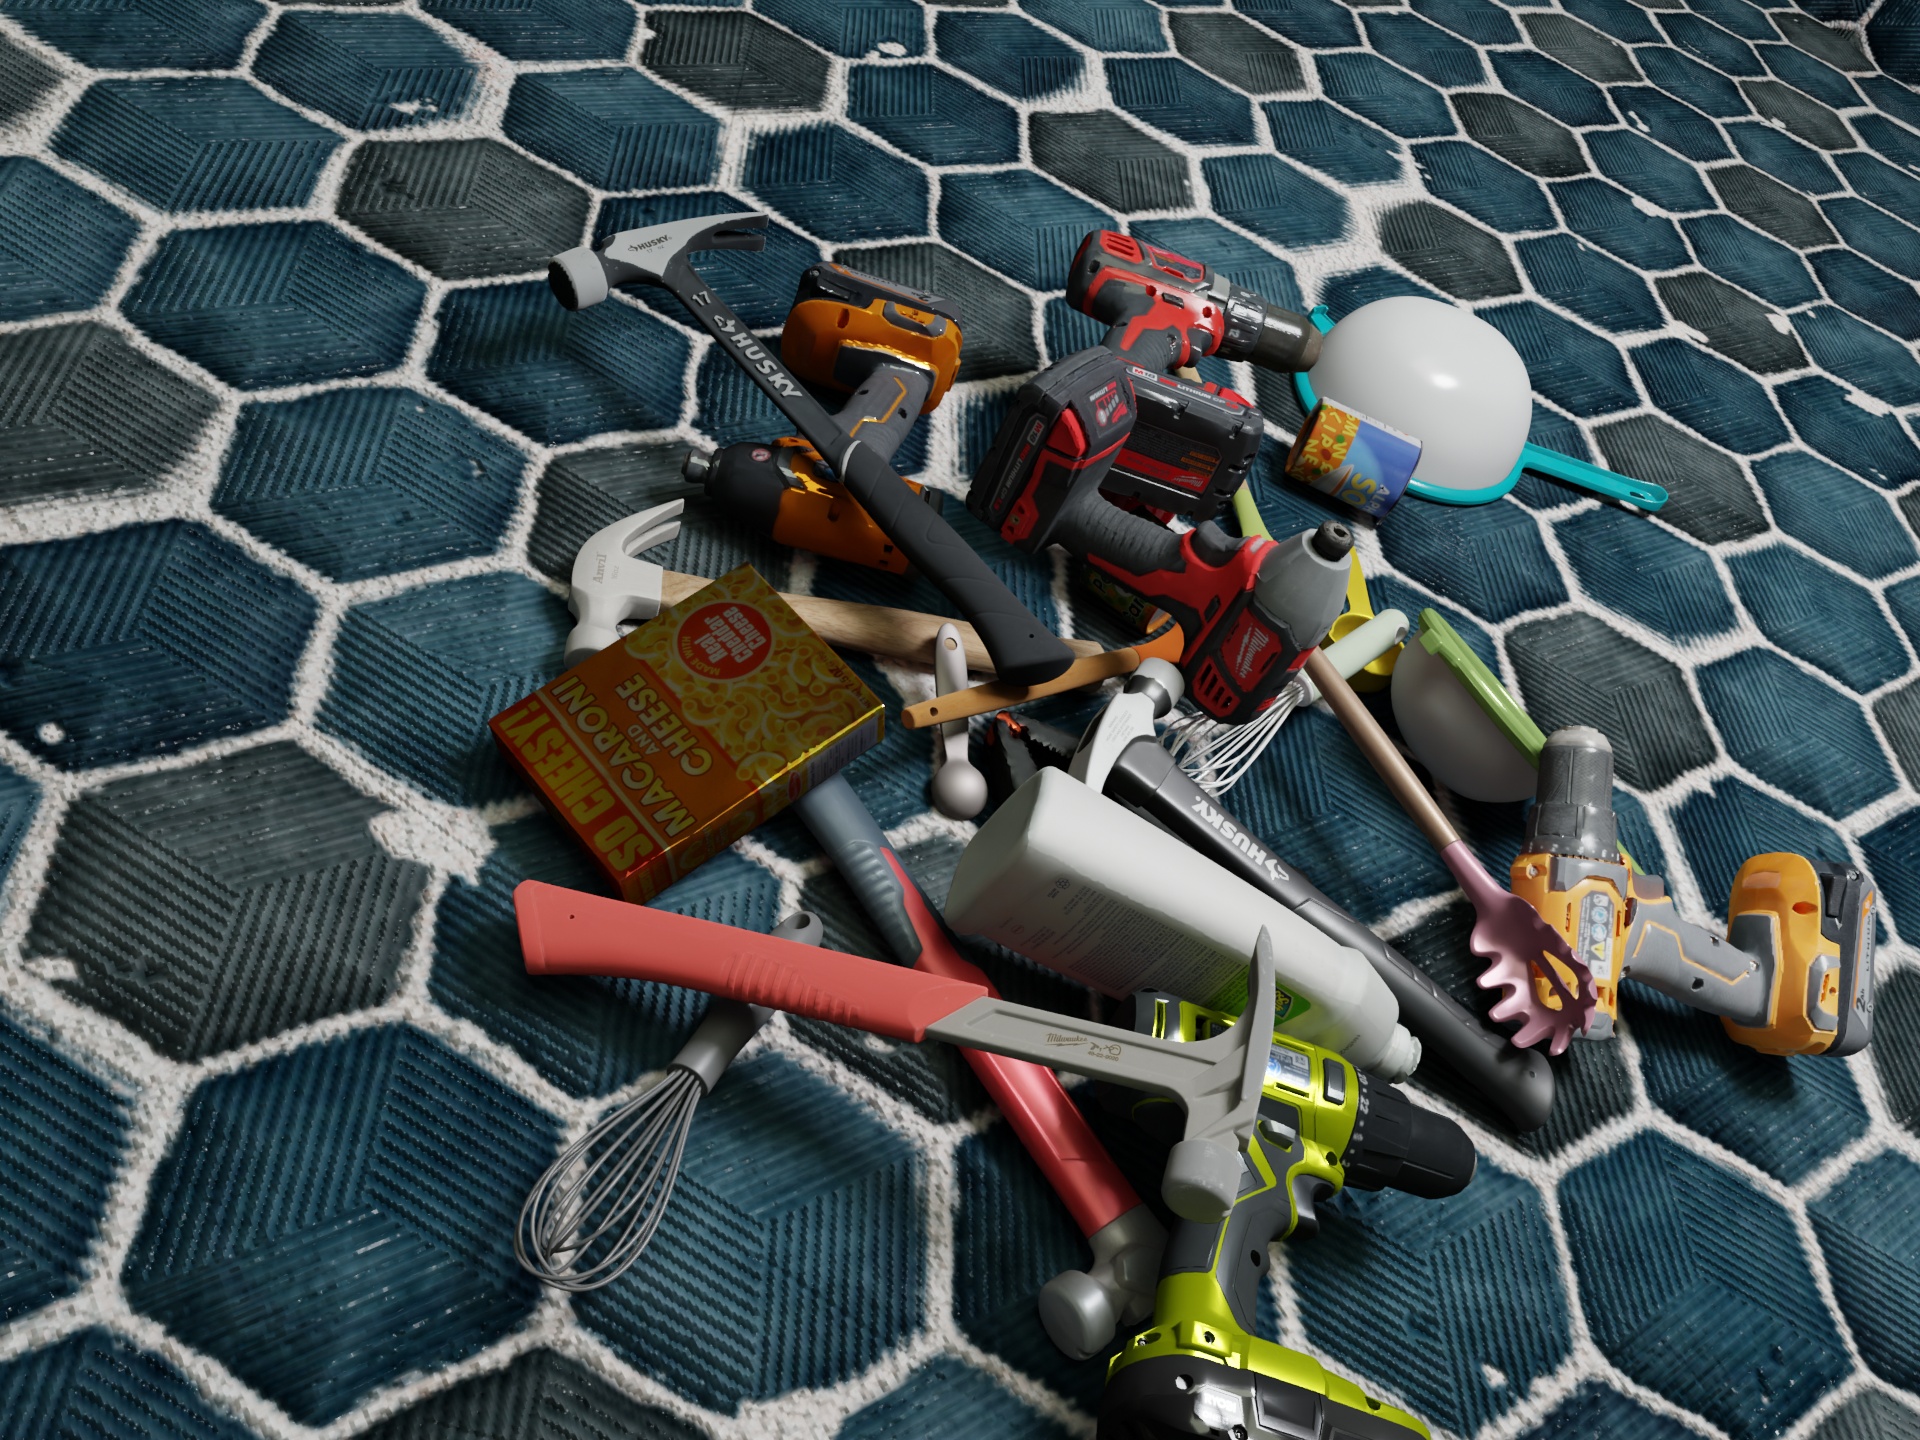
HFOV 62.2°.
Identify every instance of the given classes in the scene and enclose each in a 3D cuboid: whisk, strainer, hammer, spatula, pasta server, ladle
[{"bbox_3d":[0.210,-0.017,1.019,0.246,0.057,0.059,-30,45,-33],"label":"whisk"},{"bbox_3d":[0.362,0.044,1.042,0.256,0.069,0.151,52,18,4],"label":"strainer"},{"bbox_3d":[-0.075,-0.171,0.964,0.149,0.036,0.409,-31,69,-30],"label":"hammer"},{"bbox_3d":[0.094,-0.036,0.972,0.322,0.041,0.081,-16,90,-40],"label":"spatula"},{"bbox_3d":[0.270,0.053,0.939,0.040,0.060,0.316,3,48,-47],"label":"pasta server"},{"bbox_3d":[0.203,-0.194,1.181,0.078,0.062,0.321,-4,50,-11],"label":"ladle"},{"bbox_3d":[-0.037,0.121,0.740,0.359,0.036,0.149,12,43,11],"label":"hammer"},{"bbox_3d":[0.004,0.127,0.833,0.143,0.038,0.387,-19,61,-35],"label":"hammer"},{"bbox_3d":[-0.068,-0.060,0.967,0.331,0.031,0.130,9,49,-17],"label":"hammer"},{"bbox_3d":[0.449,-0.262,1.314,0.340,0.095,0.211,18,47,-6],"label":"strainer"},{"bbox_3d":[0.198,0.114,0.891,0.335,0.035,0.146,40,50,-1],"label":"hammer"},{"bbox_3d":[-0.124,0.167,0.740,0.055,0.055,0.239,32,42,5],"label":"whisk"}]

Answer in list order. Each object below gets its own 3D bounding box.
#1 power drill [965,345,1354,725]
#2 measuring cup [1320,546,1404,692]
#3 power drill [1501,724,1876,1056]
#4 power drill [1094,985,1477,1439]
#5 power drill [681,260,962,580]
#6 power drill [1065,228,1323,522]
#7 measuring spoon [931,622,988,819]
[{"bbox_3d":[0.121,-0.110,0.925,0.220,0.143,0.078,41,46,11],"label":"power drill"},{"bbox_3d":[0.276,-0.081,1.135,0.062,0.029,0.157,12,46,-14],"label":"measuring cup"},{"bbox_3d":[0.434,0.108,0.961,0.226,0.084,0.185,10,80,-15],"label":"power drill"},{"bbox_3d":[0.151,0.242,0.721,0.190,0.080,0.229,21,42,-7],"label":"power drill"},{"bbox_3d":[-0.085,-0.202,1.050,0.164,0.084,0.227,15,51,-8],"label":"power drill"},{"bbox_3d":[0.158,-0.235,1.070,0.188,0.080,0.227,18,44,-8],"label":"power drill"},{"bbox_3d":[-0.001,-0.003,0.932,0.034,0.018,0.124,4,67,-22],"label":"measuring spoon"}]
